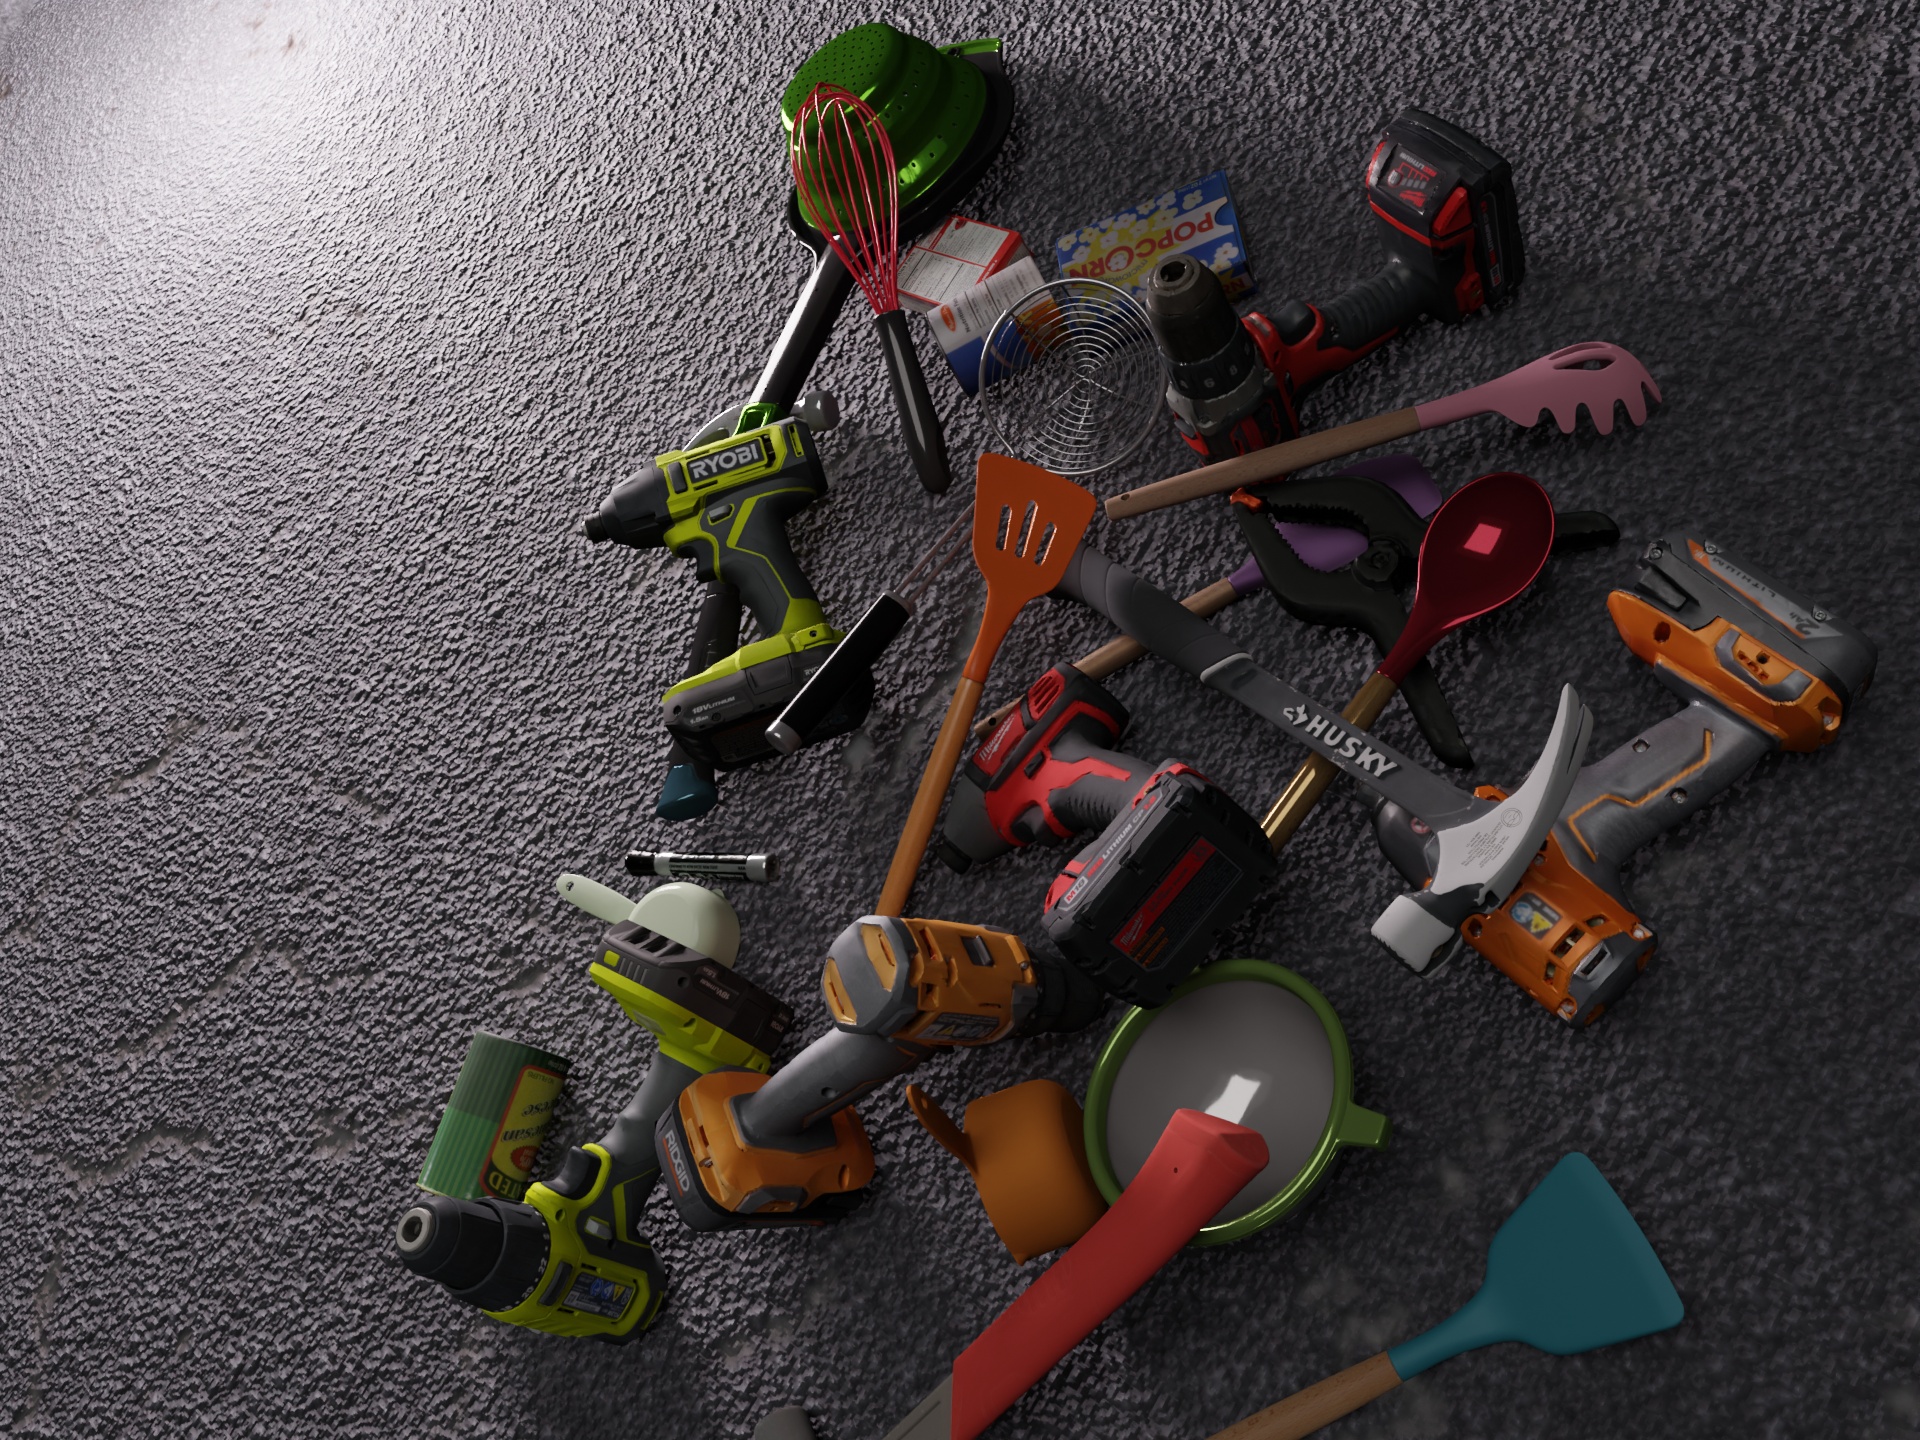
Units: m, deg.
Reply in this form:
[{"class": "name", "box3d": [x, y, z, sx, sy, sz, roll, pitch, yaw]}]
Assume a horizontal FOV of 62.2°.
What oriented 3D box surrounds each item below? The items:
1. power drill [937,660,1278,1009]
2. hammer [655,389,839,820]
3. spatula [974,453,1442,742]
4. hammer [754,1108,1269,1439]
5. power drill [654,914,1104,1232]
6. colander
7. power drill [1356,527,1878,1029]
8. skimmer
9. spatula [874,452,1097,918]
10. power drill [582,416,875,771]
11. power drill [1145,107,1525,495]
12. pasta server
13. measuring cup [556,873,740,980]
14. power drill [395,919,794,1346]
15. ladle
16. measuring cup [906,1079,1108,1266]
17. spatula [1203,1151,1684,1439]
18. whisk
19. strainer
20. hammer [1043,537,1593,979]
[{"class": "power drill", "box3d": [0.066, 0.060, 0.888, 0.143, 0.078, 0.220, -50, 29, 2]}, {"class": "hammer", "box3d": [-0.170, -0.087, 1.146, 0.128, 0.033, 0.331, -4, 66, 26]}, {"class": "spatula", "box3d": [0.144, -0.071, 0.979, 0.316, 0.018, 0.060, -31, 59, 11]}, {"class": "hammer", "box3d": [0.026, 0.323, 0.780, 0.359, 0.036, 0.149, -50, 50, 22]}, {"class": "power drill", "box3d": [-0.039, 0.193, 0.883, 0.226, 0.185, 0.084, -46, 52, 25]}, {"class": "colander", "box3d": [-0.099, -0.387, 1.186, 0.205, 0.094, 0.397, 8, 67, 40]}, {"class": "power drill", "box3d": [0.319, 0.019, 0.800, 0.226, 0.084, 0.164, -50, 61, 3]}, {"class": "skimmer", "box3d": [-0.003, -0.129, 1.002, 0.127, 0.090, 0.363, 35, 69, 10]}, {"class": "spatula", "box3d": [-0.002, -0.003, 0.981, 0.041, 0.081, 0.322, -140, 70, -77]}, {"class": "power drill", "box3d": [-0.157, -0.087, 1.079, 0.171, 0.080, 0.223, -18, 65, 0]}, {"class": "power drill", "box3d": [0.211, -0.252, 0.930, 0.226, 0.187, 0.080, -40, 54, 1]}, {"class": "pasta server", "box3d": [0.239, -0.161, 0.924, 0.316, 0.040, 0.060, -15, 41, 13]}, {"class": "measuring cup", "box3d": [-0.222, 0.131, 1.066, 0.168, 0.038, 0.083, 19, 77, 31]}, {"class": "power drill", "box3d": [-0.207, 0.239, 0.920, 0.080, 0.190, 0.228, 16, 71, 35]}, {"class": "ladle", "box3d": [0.214, -0.001, 0.853, 0.069, 0.031, 0.315, 34, 84, 37]}, {"class": "measuring cup", "box3d": [0.028, 0.214, 0.813, 0.052, 0.173, 0.095, -23, 51, 11]}, {"class": "spatula", "box3d": [0.182, 0.318, 0.759, 0.317, 0.044, 0.082, -33, 59, 12]}, {"class": "whisk", "box3d": [-0.056, -0.300, 1.106, 0.073, 0.073, 0.296, -16, 91, 21]}, {"class": "strainer", "box3d": [0.132, 0.170, 0.854, 0.151, 0.069, 0.257, -35, 38, 16]}, {"class": "hammer", "box3d": [0.161, -0.025, 0.874, 0.149, 0.036, 0.409, -49, 39, 1]}]
